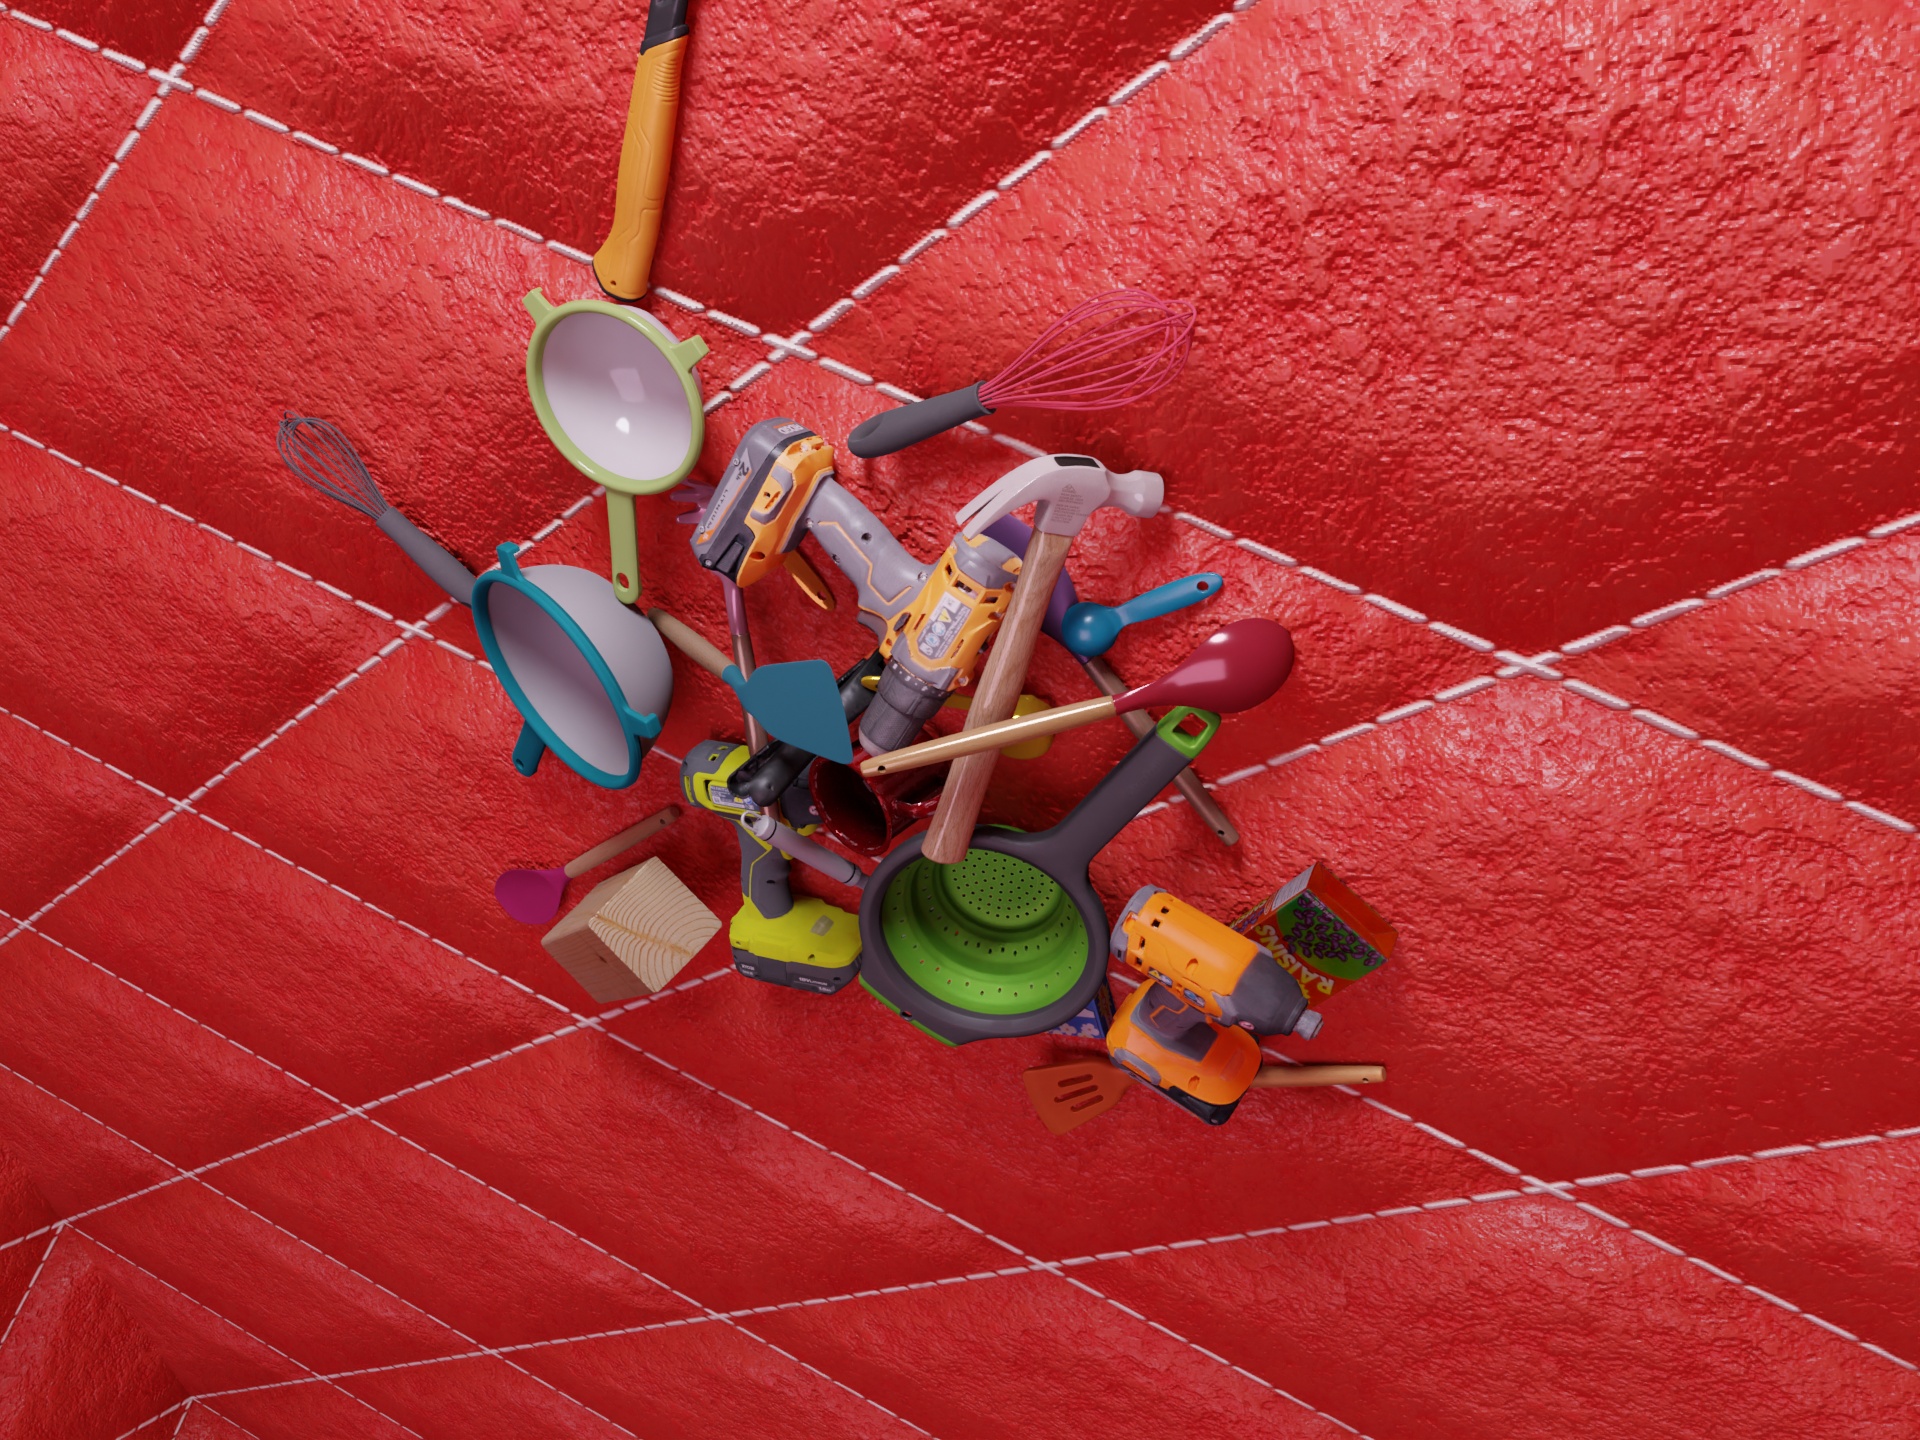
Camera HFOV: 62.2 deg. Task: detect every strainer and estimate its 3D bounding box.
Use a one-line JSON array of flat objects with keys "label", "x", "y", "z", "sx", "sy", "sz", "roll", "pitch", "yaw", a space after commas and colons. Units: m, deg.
[{"label": "strainer", "x": -0.332, "y": -0.031, "z": 1.391, "sx": 0.211, "sy": 0.095, "sz": 0.340, "roll": 50, "pitch": 150, "yaw": 2}, {"label": "strainer", "x": -0.246, "y": -0.208, "z": 1.215, "sx": 0.151, "sy": 0.069, "sz": 0.256, "roll": 19, "pitch": 131, "yaw": 15}, {"label": "strainer", "x": -0.087, "y": 0.130, "z": 1.331, "sx": 0.258, "sy": 0.087, "sz": 0.050, "roll": 34, "pitch": 162, "yaw": -38}]

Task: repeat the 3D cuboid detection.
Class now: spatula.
[{"label": "spatula", "x": -0.176, "y": -0.045, "z": 1.225, "sx": 0.318, "sy": 0.044, "sz": 0.082, "roll": 32, "pitch": 140, "yaw": 55}, {"label": "spatula", "x": 0.207, "y": 0.316, "z": 1.373, "sx": 0.322, "sy": 0.041, "sz": 0.081, "roll": -10, "pitch": 117, "yaw": 33}, {"label": "spatula", "x": 0.113, "y": -0.028, "z": 1.186, "sx": 0.060, "sy": 0.018, "sz": 0.315, "roll": -30, "pitch": 105, "yaw": 36}]

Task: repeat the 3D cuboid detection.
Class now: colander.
[{"label": "colander", "x": 0.072, "y": 0.101, "z": 1.261, "sx": 0.204, "sy": 0.095, "sz": 0.397, "roll": 36, "pitch": 122, "yaw": -8}]

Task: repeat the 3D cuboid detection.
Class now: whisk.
[{"label": "whisk", "x": 0.033, "y": -0.221, "z": 1.063, "sx": 0.296, "sy": 0.073, "sz": 0.073, "roll": -11, "pitch": 117, "yaw": 40}, {"label": "whisk", "x": -0.503, "y": -0.181, "z": 1.396, "sx": 0.239, "sy": 0.055, "sz": 0.055, "roll": 45, "pitch": 132, "yaw": -13}]

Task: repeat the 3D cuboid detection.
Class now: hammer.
[{"label": "hammer", "x": -0.192, "y": -0.423, "z": 1.051, "sx": 0.127, "sy": 0.034, "sz": 0.336, "roll": 30, "pitch": 132, "yaw": 8}, {"label": "hammer", "x": 0.030, "y": -0.035, "z": 1.125, "sx": 0.130, "sy": 0.031, "sz": 0.331, "roll": 6, "pitch": 121, "yaw": -23}]

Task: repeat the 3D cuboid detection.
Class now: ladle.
[{"label": "ladle", "x": 0.082, "y": -0.006, "z": 1.111, "sx": 0.315, "sy": 0.031, "sz": 0.069, "roll": -15, "pitch": 117, "yaw": 5}]

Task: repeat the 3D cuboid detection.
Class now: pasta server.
[{"label": "pasta server", "x": -0.180, "y": -0.043, "z": 1.282, "sx": 0.060, "sy": 0.040, "sz": 0.316, "roll": 22, "pitch": 124, "yaw": 54}]

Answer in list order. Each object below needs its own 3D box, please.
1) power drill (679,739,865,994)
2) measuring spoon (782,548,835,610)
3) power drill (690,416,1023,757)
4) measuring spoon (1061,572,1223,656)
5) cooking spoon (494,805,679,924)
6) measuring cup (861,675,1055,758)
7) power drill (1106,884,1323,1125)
[{"label": "power drill", "x": -0.148, "y": 0.128, "z": 1.408, "sx": 0.171, "sy": 0.080, "sz": 0.223, "roll": 8, "pitch": 123, "yaw": 24}, {"label": "measuring spoon", "x": -0.135, "y": -0.133, "z": 1.252, "sx": 0.021, "sy": 0.011, "sz": 0.116, "roll": -23, "pitch": 114, "yaw": 38}, {"label": "power drill", "x": -0.084, "y": -0.094, "z": 1.170, "sx": 0.226, "sy": 0.084, "sz": 0.185, "roll": 34, "pitch": 114, "yaw": 6}, {"label": "measuring spoon", "x": 0.127, "y": -0.076, "z": 1.129, "sx": 0.128, "sy": 0.021, "sz": 0.042, "roll": -20, "pitch": 108, "yaw": 30}, {"label": "cooking spoon", "x": -0.373, "y": 0.142, "z": 1.579, "sx": 0.319, "sy": 0.017, "sz": 0.068, "roll": -27, "pitch": 105, "yaw": 40}, {"label": "measuring cup", "x": -0.002, "y": -0.004, "z": 1.223, "sx": 0.156, "sy": 0.029, "sz": 0.062, "roll": 13, "pitch": 147, "yaw": -7}, {"label": "power drill", "x": 0.194, "y": 0.231, "z": 1.237, "sx": 0.164, "sy": 0.084, "sz": 0.226, "roll": 29, "pitch": 152, "yaw": 20}]
